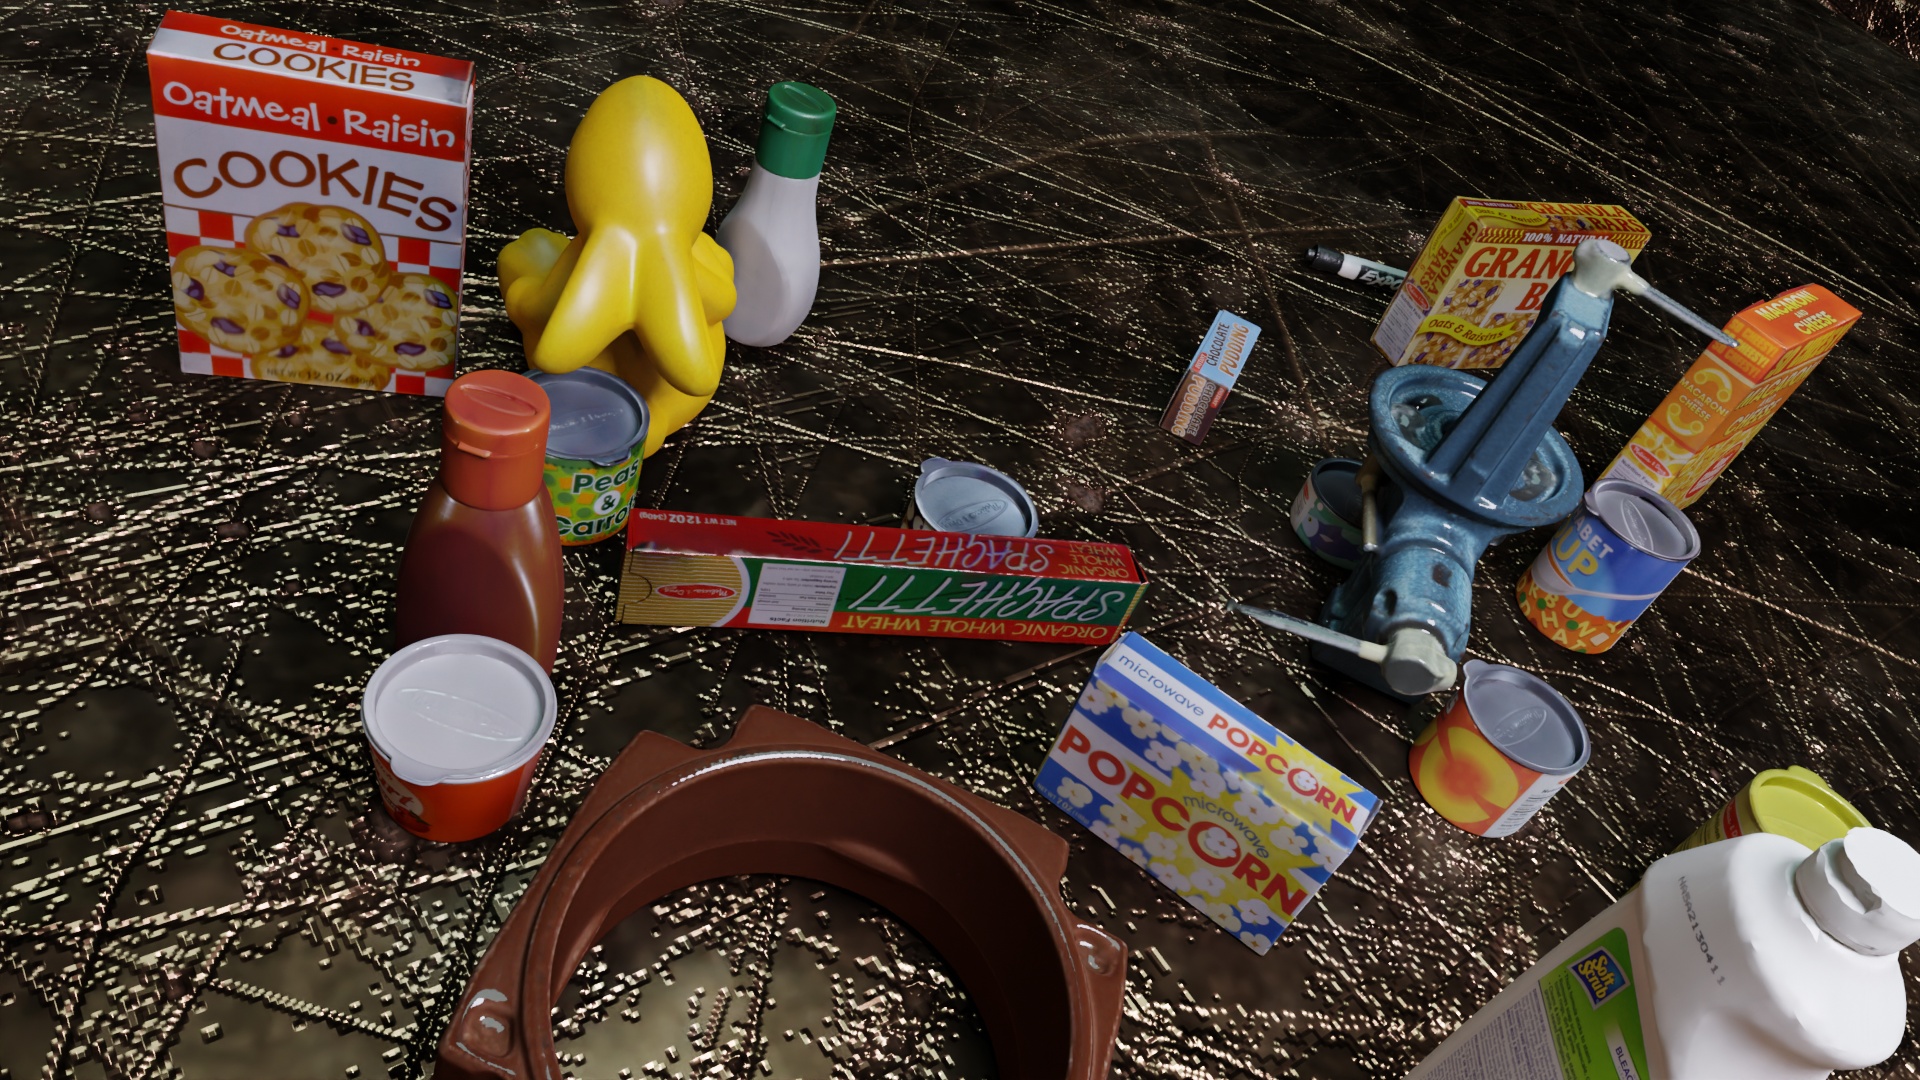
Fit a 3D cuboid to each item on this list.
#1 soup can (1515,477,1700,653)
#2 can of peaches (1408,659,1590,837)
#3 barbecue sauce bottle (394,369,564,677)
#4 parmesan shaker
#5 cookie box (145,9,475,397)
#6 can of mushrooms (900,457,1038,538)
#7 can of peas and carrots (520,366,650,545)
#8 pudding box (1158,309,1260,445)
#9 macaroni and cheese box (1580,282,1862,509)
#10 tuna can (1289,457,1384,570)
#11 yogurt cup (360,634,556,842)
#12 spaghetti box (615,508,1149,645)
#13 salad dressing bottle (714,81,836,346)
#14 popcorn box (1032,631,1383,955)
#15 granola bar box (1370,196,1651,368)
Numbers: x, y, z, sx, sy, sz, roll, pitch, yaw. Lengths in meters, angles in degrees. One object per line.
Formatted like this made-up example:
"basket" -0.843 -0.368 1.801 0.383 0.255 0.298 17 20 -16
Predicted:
"soup can" 0.373 0.015 0.811 0.071 0.083 0.072 12 42 -11
"can of peaches" 0.265 0.103 0.691 0.071 0.057 0.071 12 42 -11
"barbecue sauce bottle" -0.184 0.002 0.539 0.065 0.147 0.044 20 41 -3
"parmesan shaker" 0.360 0.160 0.637 0.071 0.102 0.072 12 42 -11
"cookie box" -0.292 -0.147 0.636 0.123 0.166 0.040 5 44 -19
"can of mushrooms" 0.003 -0.009 0.716 0.071 0.033 0.071 12 42 -11
"can of peas and carrots" -0.181 -0.038 0.650 0.071 0.058 0.071 12 42 -11
"pudding box" 0.156 -0.103 0.869 0.030 0.049 0.084 28 42 6
"macaroni and cheese box" 0.487 -0.082 0.899 0.124 0.165 0.040 -19 56 -37
"tuna can" 0.233 -0.014 0.820 0.071 0.032 0.071 12 42 -11
"yogurt cup" -0.191 0.077 0.528 0.072 0.053 0.073 12 42 -11
"spaghetti box" -0.034 0.020 0.658 0.250 0.049 0.029 4 44 -19
"salad dressing bottle" -0.101 -0.177 0.763 0.064 0.146 0.044 38 44 17
"popcorn box" 0.101 0.108 0.596 0.127 0.084 0.038 35 43 14
"granola bar box" 0.393 -0.182 0.996 0.166 0.123 0.039 -4 48 -27
